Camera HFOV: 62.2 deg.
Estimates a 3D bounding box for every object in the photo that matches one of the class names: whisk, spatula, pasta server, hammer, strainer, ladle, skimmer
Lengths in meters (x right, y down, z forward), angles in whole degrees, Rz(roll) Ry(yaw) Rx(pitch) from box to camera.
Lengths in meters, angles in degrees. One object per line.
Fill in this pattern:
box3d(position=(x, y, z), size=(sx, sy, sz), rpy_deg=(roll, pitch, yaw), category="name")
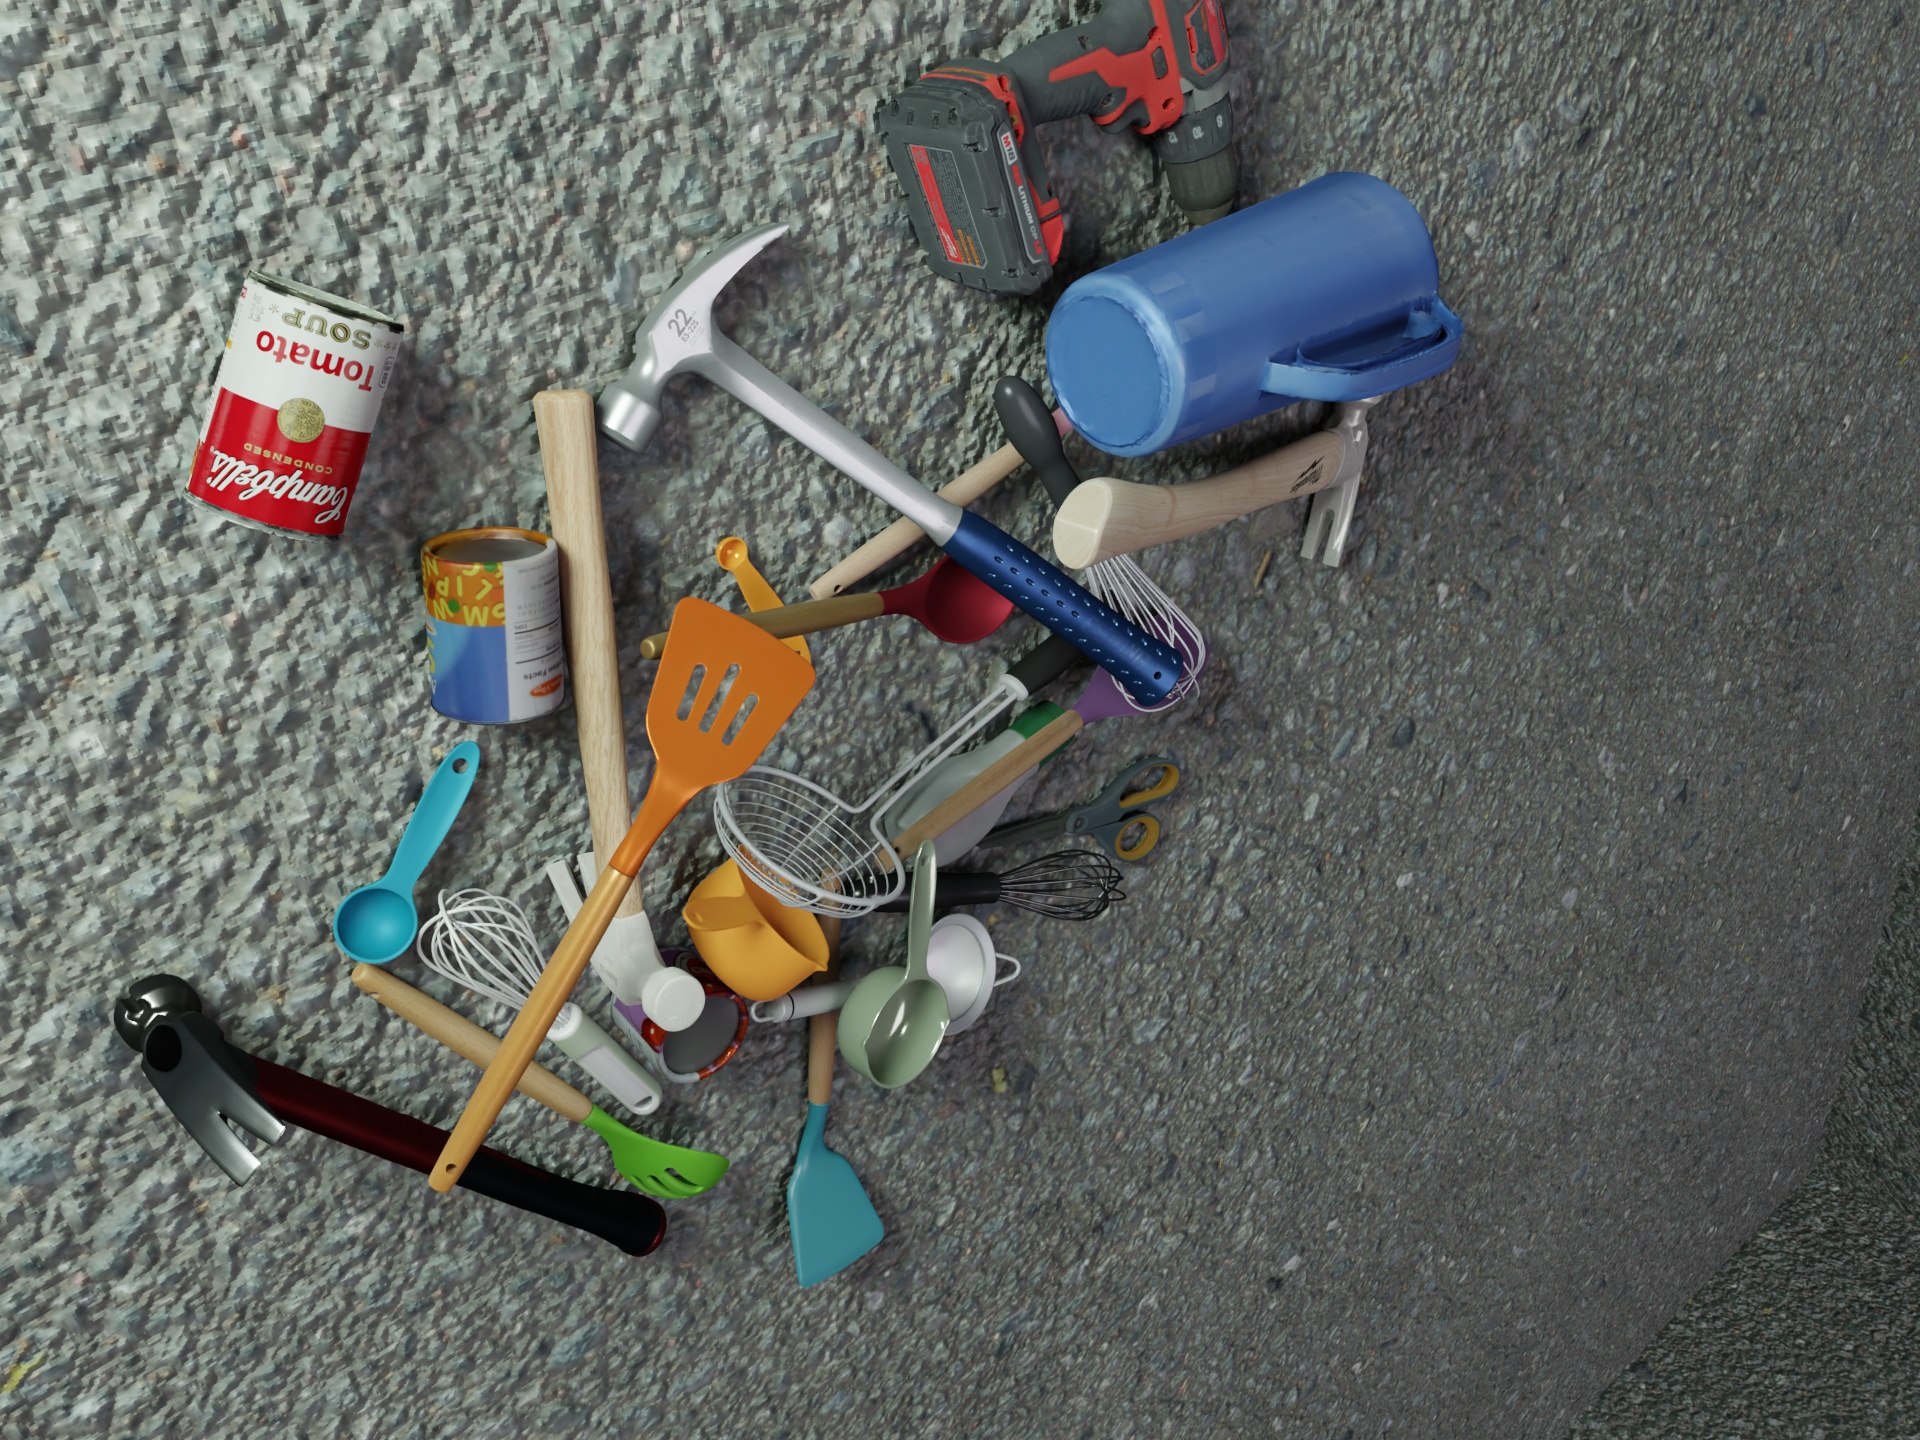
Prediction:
box3d(position=(0.091, -0.110, 1.025), size=(0.070, 0.070, 0.284), rpy_deg=(-45, 129, -14), category="whisk")
box3d(position=(0.062, 0.014, 1.081), size=(0.316, 0.060, 0.018), rpy_deg=(-35, 171, -30), category="spatula")
box3d(position=(0.029, -0.169, 1.004), size=(0.316, 0.040, 0.060), rpy_deg=(-37, 133, -16), category="pasta server")
box3d(position=(0.181, -0.144, 1.071), size=(0.410, 0.038, 0.146), rpy_deg=(-23, 128, -51), category="hammer")
box3d(position=(0.023, 0.121, 1.131), size=(0.238, 0.055, 0.055), rpy_deg=(2, 111, -35), category="whisk")
box3d(position=(-0.052, 0.179, 1.081), size=(0.258, 0.050, 0.087), rpy_deg=(1, 91, -53), category="strainer")
box3d(position=(-0.182, 0.094, 0.800), size=(0.081, 0.041, 0.322), rpy_deg=(30, 92, -17), category="spatula")
box3d(position=(-0.066, -0.063, 0.927), size=(0.315, 0.031, 0.069), rpy_deg=(-16, 121, -52), category="ladle")
box3d(position=(-0.278, 0.250, 0.881), size=(0.038, 0.143, 0.385), rpy_deg=(-54, 141, -9), category="hammer")
box3d(position=(-0.089, 0.246, 1.107), size=(0.082, 0.044, 0.317), rpy_deg=(-19, 123, -42), category="spatula")
box3d(position=(-0.002, -0.003, 1.015), size=(0.363, 0.127, 0.090), rpy_deg=(-40, 159, -29), category="skimmer")
box3d(position=(-0.237, 0.173, 0.931), size=(0.058, 0.059, 0.246), rpy_deg=(-32, 137, -4), category="whisk")
box3d(position=(-0.010, -0.123, 0.922), size=(0.405, 0.035, 0.144), rpy_deg=(32, 88, -33), category="hammer")
box3d(position=(-0.192, -0.007, 0.841), size=(0.031, 0.130, 0.331), rpy_deg=(-15, 110, -34), category="hammer")

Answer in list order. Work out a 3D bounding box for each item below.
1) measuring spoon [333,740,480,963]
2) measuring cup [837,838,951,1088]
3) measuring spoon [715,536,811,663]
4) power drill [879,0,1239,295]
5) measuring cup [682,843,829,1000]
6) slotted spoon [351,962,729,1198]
box3d(position=(-0.291, 0.068, 0.848), size=(0.042, 0.021, 0.128), rpy_deg=(30, 81, -25), category="measuring spoon")
box3d(position=(-0.041, 0.153, 1.026), size=(0.083, 0.038, 0.167), rpy_deg=(-6, 107, -49), category="measuring cup")
box3d(position=(-0.116, -0.066, 0.939), size=(0.021, 0.011, 0.116), rpy_deg=(-45, 138, -15), category="measuring spoon")
box3d(position=(0.077, -0.335, 0.922), size=(0.227, 0.080, 0.187), rpy_deg=(-43, 135, -21), category="power drill")
box3d(position=(-0.139, 0.125, 0.934), size=(0.052, 0.095, 0.173), rpy_deg=(-39, 167, 10), category="measuring cup")
box3d(position=(-0.246, 0.225, 0.955), size=(0.313, 0.070, 0.031), rpy_deg=(49, 32, -41), category="slotted spoon")
